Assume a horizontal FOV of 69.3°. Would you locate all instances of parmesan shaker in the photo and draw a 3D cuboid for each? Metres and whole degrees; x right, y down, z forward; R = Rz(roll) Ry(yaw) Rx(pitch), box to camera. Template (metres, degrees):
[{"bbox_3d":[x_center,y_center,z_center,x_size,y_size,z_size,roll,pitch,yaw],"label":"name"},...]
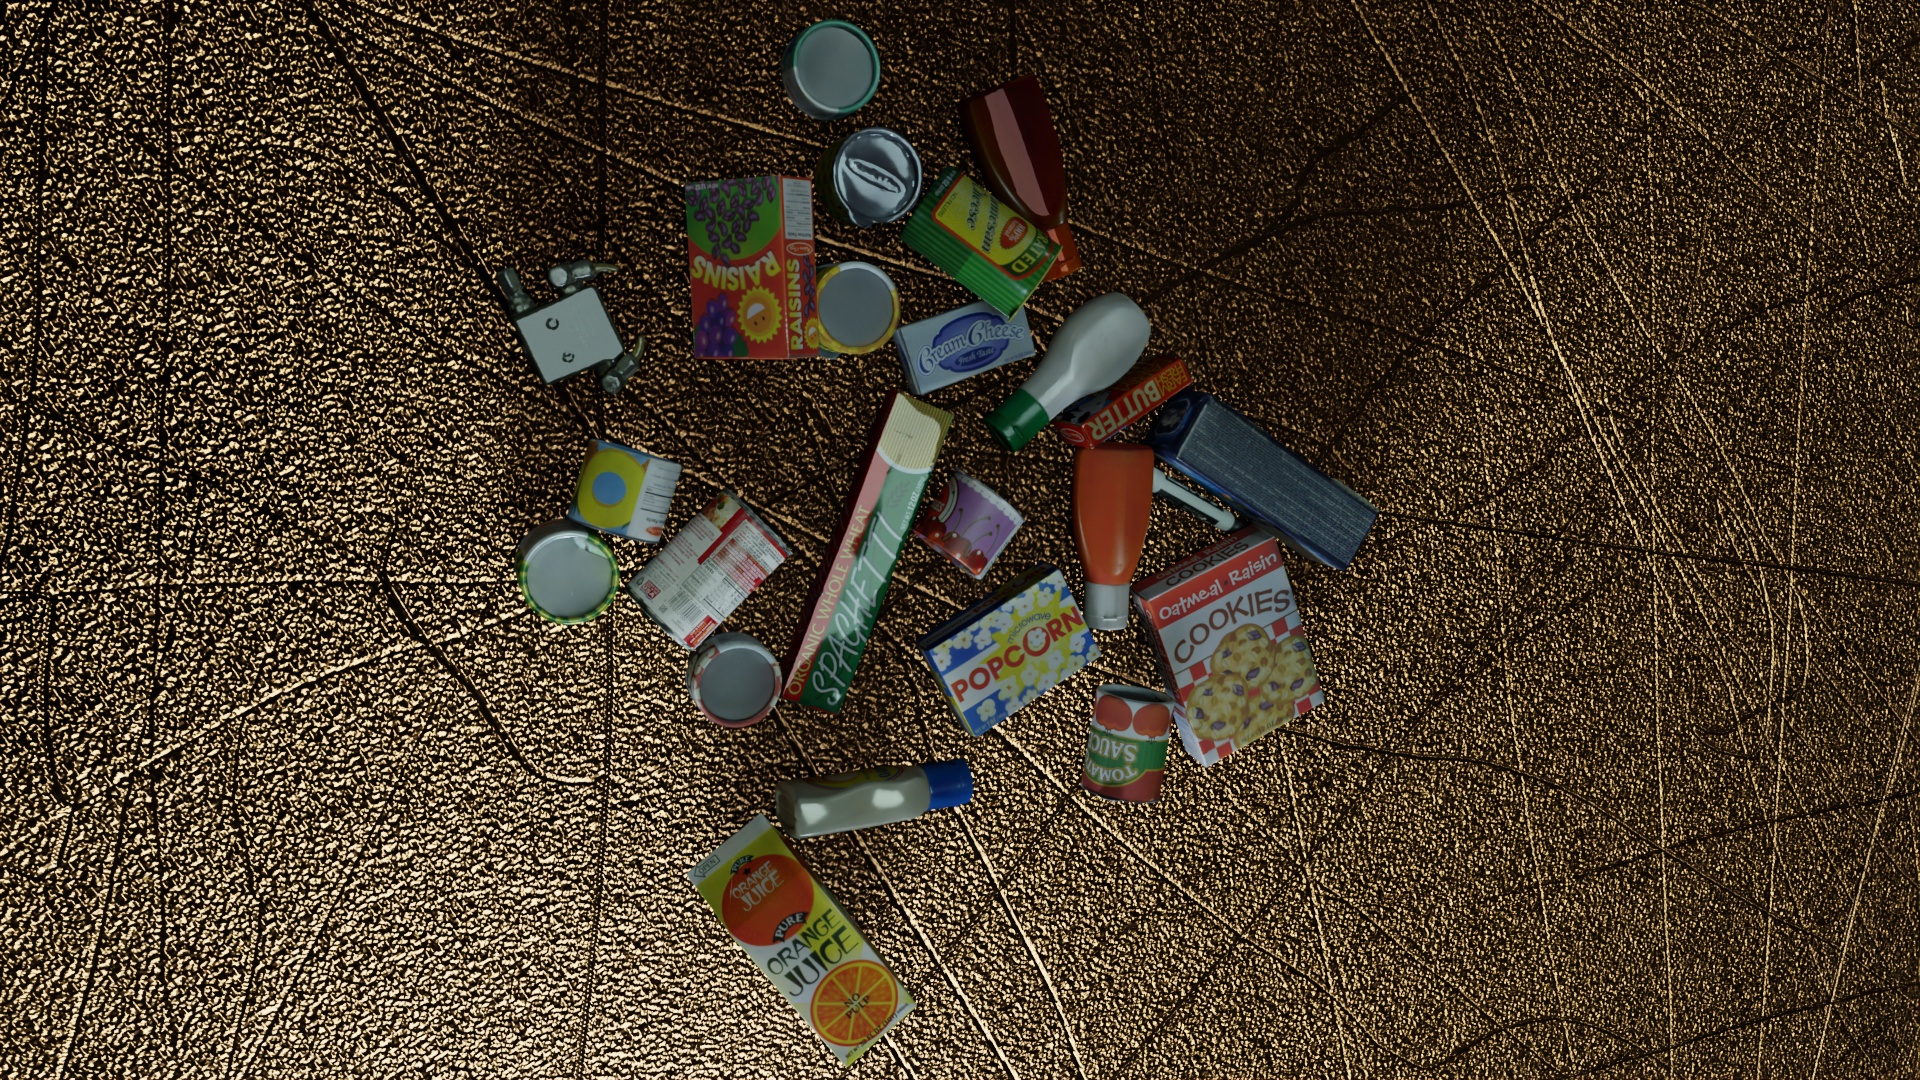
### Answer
[{"bbox_3d":[0.013,-0.217,1.018,0.103,0.071,0.071,35,85,-7],"label":"parmesan shaker"}]

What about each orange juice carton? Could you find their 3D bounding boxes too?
[{"bbox_3d":[-0.123,0.297,1.054,0.072,0.073,0.192,-39,109,-11],"label":"orange juice carton"}]

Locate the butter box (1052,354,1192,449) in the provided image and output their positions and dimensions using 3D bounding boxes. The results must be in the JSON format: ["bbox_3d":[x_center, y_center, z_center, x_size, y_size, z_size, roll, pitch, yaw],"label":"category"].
[{"bbox_3d":[0.128,-0.111,1.099,0.104,0.053,0.024,-34,111,-13],"label":"butter box"}]

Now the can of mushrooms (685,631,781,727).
[{"bbox_3d":[-0.168,0.105,1.029,0.071,0.033,0.071,-3,99,-21],"label":"can of mushrooms"}]

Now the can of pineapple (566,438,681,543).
[{"bbox_3d":[-0.235,-0.035,0.965,0.071,0.071,0.058,16,92,-22],"label":"can of pineapple"}]

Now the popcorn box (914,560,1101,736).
[{"bbox_3d":[0.038,0.085,1.102,0.127,0.038,0.085,-32,107,-14],"label":"popcorn box"}]

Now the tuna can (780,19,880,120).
[{"bbox_3d":[-0.091,-0.338,0.992,0.071,0.033,0.071,-4,100,-20],"label":"tuna can"}]

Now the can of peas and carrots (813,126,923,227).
[{"bbox_3d":[-0.068,-0.258,0.999,0.071,0.059,0.070,-4,100,-20],"label":"can of peas and carrots"}]

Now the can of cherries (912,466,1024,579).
[{"bbox_3d":[0.004,-0.013,1.060,0.071,0.071,0.058,39,85,-22],"label":"can of cherries"}]

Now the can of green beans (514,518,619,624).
[{"bbox_3d":[-0.273,0.021,0.962,0.071,0.058,0.071,-3,100,-20],"label":"can of green beans"}]

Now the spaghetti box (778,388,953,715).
[{"bbox_3d":[-0.074,0.010,1.053,0.050,0.029,0.250,21,90,-22],"label":"spaghetti box"}]

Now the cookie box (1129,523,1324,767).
[{"bbox_3d":[0.225,0.088,1.165,0.123,0.040,0.167,-26,112,-12],"label":"cookie box"}]

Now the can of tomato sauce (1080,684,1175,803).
[{"bbox_3d":[0.136,0.165,1.136,0.071,0.071,0.083,7,95,-22],"label":"can of tomato sauce"}]

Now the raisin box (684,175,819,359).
[{"bbox_3d":[-0.145,-0.188,0.965,0.040,0.086,0.123,-17,108,-60],"label":"raisin box"}]

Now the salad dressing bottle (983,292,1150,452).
[{"bbox_3d":[0.082,-0.130,1.085,0.148,0.044,0.064,-43,117,-9],"label":"salad dressing bottle"}]

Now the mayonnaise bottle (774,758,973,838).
[{"bbox_3d":[-0.064,0.196,1.069,0.148,0.065,0.041,-6,97,-24],"label":"mayonnaise bottle"}]

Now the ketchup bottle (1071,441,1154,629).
[{"bbox_3d":[0.120,-0.004,1.116,0.065,0.043,0.148,1,98,-6],"label":"ketchup bottle"}]

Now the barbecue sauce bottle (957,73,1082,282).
[{"bbox_3d":[0.051,-0.271,1.051,0.065,0.044,0.148,-27,107,-15],"label":"barbecue sauce bottle"}]

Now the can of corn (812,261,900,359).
[{"bbox_3d":[-0.083,-0.166,1.007,0.071,0.058,0.071,-3,99,-20],"label":"can of corn"}]

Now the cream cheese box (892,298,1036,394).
[{"bbox_3d":[0.003,-0.152,1.060,0.104,0.024,0.053,-21,104,-17],"label":"cream cheese box"}]
